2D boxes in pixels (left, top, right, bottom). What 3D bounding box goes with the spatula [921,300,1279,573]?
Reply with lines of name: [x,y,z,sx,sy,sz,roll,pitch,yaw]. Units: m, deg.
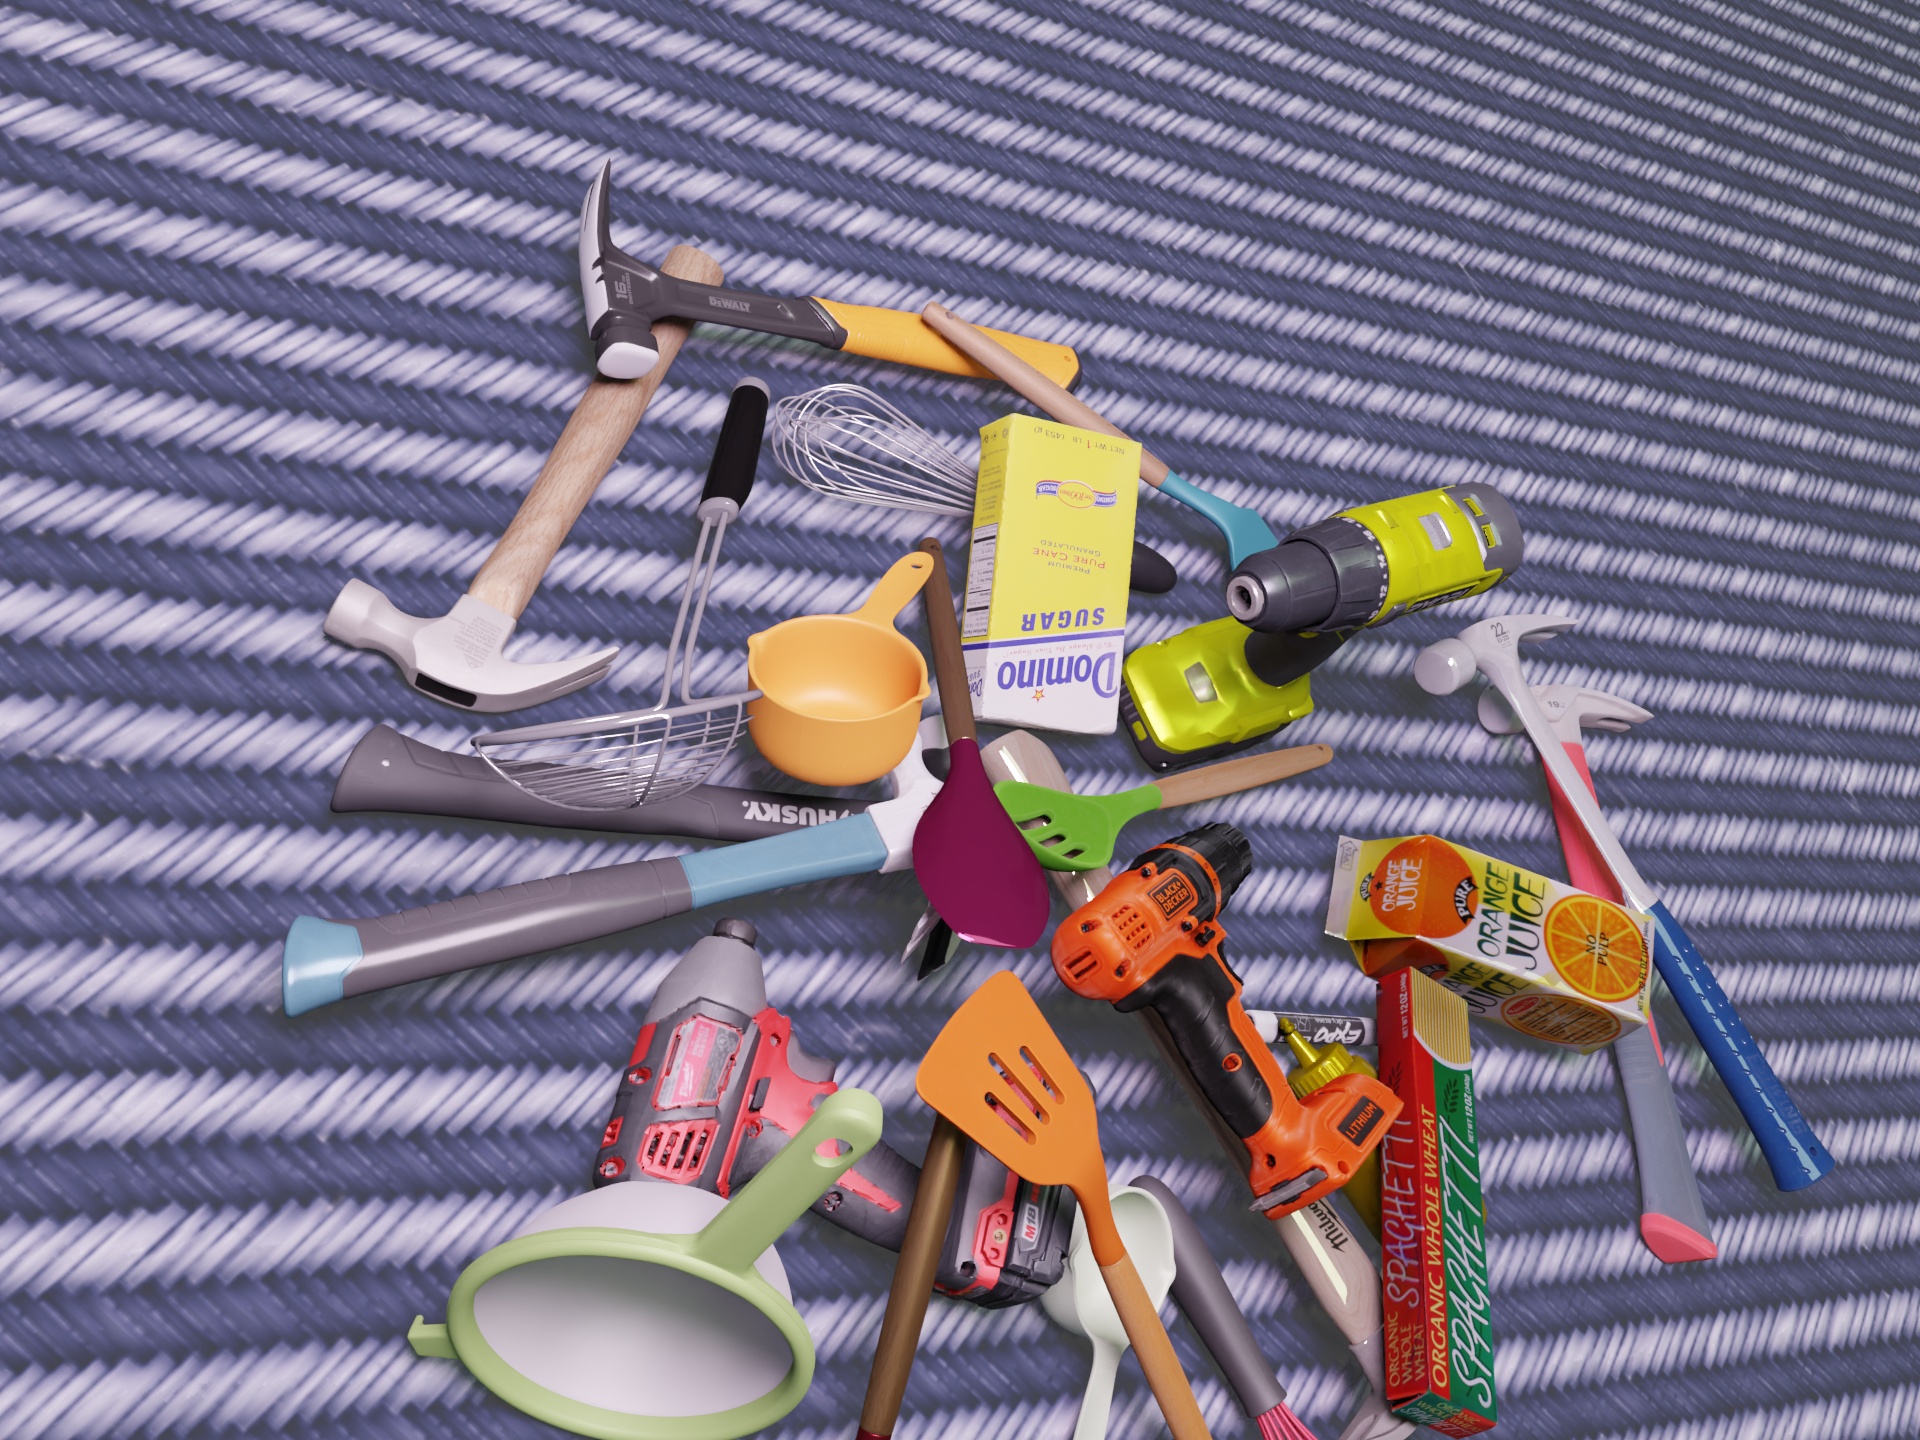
spatula: [0.101,-0.163,1.014,0.317,0.044,0.082,33,56,-15]

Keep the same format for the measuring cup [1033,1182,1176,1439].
measuring cup: [0.059,0.313,0.789,0.083,0.038,0.168,24,75,-41]

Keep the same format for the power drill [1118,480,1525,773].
power drill: [0.182,-0.051,0.905,0.190,0.228,0.080,-16,75,-32]

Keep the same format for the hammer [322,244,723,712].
hammer: [-0.204,-0.143,0.869,0.130,0.031,0.331,29,57,-12]

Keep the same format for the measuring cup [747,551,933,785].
measuring cup: [-0.049,-0.029,0.821,0.095,0.052,0.174,17,36,10]

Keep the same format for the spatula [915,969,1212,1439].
spatula: [0.070,0.265,0.743,0.081,0.041,0.322,-45,121,-43]

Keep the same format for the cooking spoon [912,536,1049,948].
cooking spoon: [-0.001,-0.003,0.840,0.068,0.017,0.319,10,38,-17]

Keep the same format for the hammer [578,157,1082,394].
hammer: [-0.066,-0.243,0.963,0.336,0.034,0.127,3,66,-34]

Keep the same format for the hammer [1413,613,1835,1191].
hammer: [0.445,0.109,1.038,0.144,0.035,0.405,-22,80,-36]

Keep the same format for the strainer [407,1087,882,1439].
strainer: [-0.103,0.203,0.643,0.151,0.256,0.069,30,33,-17]

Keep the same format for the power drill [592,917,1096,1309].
power drill: [-0.053,0.189,0.765,0.219,0.078,0.143,22,59,-13]

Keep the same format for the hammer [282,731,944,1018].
hammer: [-0.143,0.078,0.742,0.331,0.033,0.128,-11,55,-28]

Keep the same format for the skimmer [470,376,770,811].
skimmer: [-0.141,-0.089,0.793,0.127,0.090,0.364,-9,43,13]

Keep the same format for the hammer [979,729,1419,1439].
hammer: [0.122,0.184,0.852,0.146,0.038,0.411,-16,69,-52]

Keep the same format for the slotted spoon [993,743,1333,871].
slotted spoon: [0.128,0.042,0.922,0.313,0.031,0.070,-10,46,-45]

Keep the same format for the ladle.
ladle: [-0.031,0.285,0.697,0.069,0.031,0.315,17,83,-14]

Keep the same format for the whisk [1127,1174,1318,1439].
whisk: [0.167,0.365,0.805,0.073,0.073,0.296,-21,73,-33]

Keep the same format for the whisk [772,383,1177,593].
whisk: [0.016,-0.133,0.967,0.284,0.070,0.070,19,59,-25]

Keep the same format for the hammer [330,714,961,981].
hammer: [-0.141,0.050,0.808,0.334,0.035,0.146,8,63,-24]

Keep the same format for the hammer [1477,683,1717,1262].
hammer: [0.448,0.158,1.062,0.143,0.038,0.387,7,64,-27]
